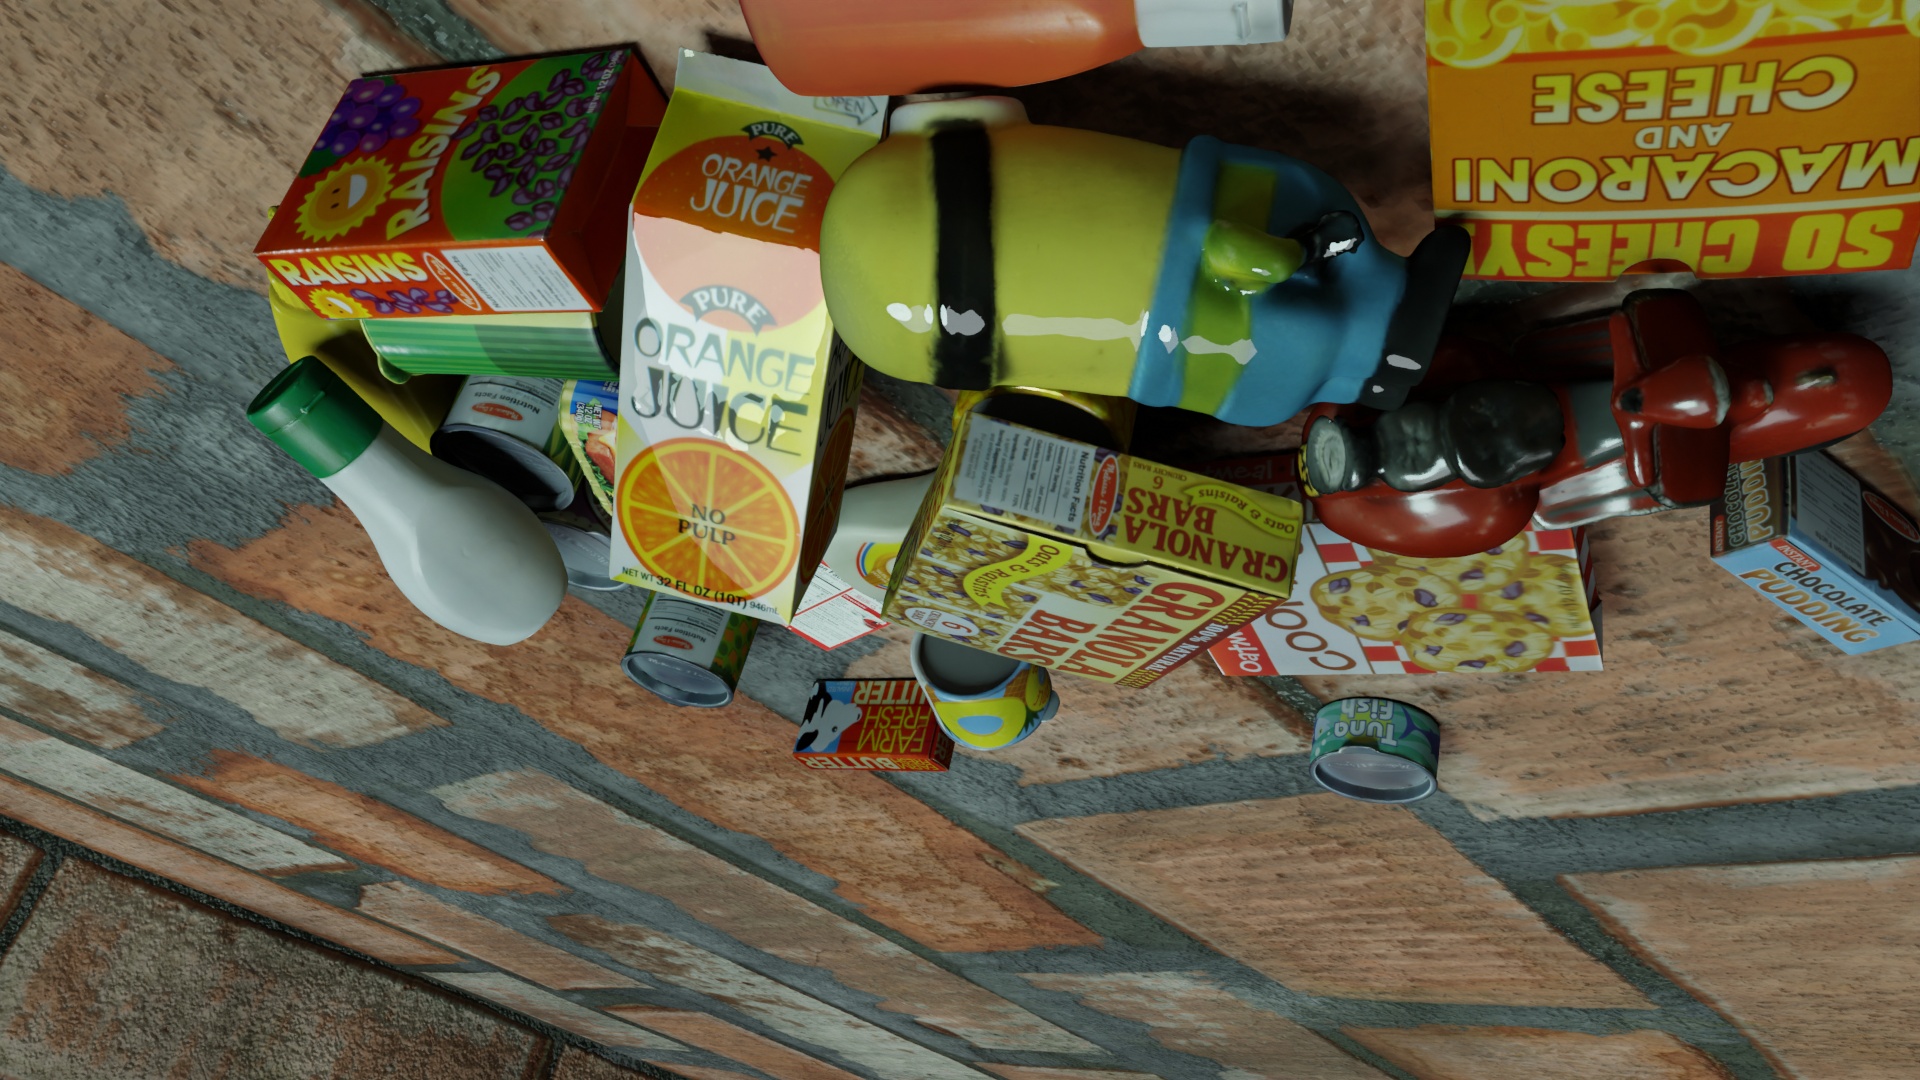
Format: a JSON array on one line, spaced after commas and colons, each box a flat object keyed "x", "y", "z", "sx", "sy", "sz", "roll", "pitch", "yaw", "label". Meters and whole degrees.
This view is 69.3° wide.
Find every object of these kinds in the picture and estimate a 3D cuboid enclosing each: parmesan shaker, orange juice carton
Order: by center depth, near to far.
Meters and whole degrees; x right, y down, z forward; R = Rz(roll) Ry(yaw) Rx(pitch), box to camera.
[{"x": -0.074, "y": -0.072, "z": 0.493, "sx": 0.072, "sy": 0.073, "sz": 0.191, "roll": 14, "pitch": 122, "yaw": 3, "label": "orange juice carton"}, {"x": -0.172, "y": -0.093, "z": 0.542, "sx": 0.103, "sy": 0.071, "sz": 0.071, "roll": 5, "pitch": 148, "yaw": 17, "label": "parmesan shaker"}]

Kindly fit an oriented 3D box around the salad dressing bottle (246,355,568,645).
[{"x": -0.235, "y": -0.016, "z": 0.597, "sx": 0.044, "sy": 0.064, "sz": 0.147, "roll": 5, "pitch": 143, "yaw": 46, "label": "salad dressing bottle"}]

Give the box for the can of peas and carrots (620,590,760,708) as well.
[{"x": -0.153, "y": 0.057, "z": 0.797, "sx": 0.071, "sy": 0.059, "sz": 0.070, "roll": 12, "pitch": 150, "yaw": 7, "label": "can of peas and carrots"}]

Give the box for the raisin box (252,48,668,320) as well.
[{"x": -0.169, "y": -0.121, "z": 0.479, "sx": 0.123, "sy": 0.086, "sz": 0.040, "roll": 2, "pitch": 152, "yaw": 21, "label": "raisin box"}]

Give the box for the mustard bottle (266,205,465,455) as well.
[{"x": -0.264, "y": -0.091, "z": 0.611, "sx": 0.065, "sy": 0.049, "sz": 0.159, "roll": 11, "pitch": 149, "yaw": 6, "label": "mustard bottle"}]

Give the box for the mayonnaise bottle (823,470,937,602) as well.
[{"x": 0.002, "y": -0.008, "z": 0.634, "sx": 0.148, "sy": 0.041, "sz": 0.064, "roll": -14, "pitch": 138, "yaw": 41, "label": "mayonnaise bottle"}]

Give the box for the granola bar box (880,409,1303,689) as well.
[{"x": 0.042, "y": 0.012, "z": 0.542, "sx": 0.124, "sy": 0.039, "sz": 0.165, "roll": 15, "pitch": 161, "yaw": -6, "label": "granola bar box"}]

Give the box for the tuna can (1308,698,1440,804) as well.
[{"x": 0.220, "y": 0.112, "z": 0.741, "sx": 0.071, "sy": 0.033, "sz": 0.070, "roll": 11, "pitch": 150, "yaw": 7, "label": "tuna can"}]

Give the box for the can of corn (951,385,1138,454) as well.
[{"x": 0.033, "y": -0.060, "z": 0.515, "sx": 0.071, "sy": 0.058, "sz": 0.070, "roll": 11, "pitch": 150, "yaw": 7, "label": "can of corn"}]

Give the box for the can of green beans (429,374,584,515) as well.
[{"x": -0.197, "y": -0.054, "z": 0.632, "sx": 0.071, "sy": 0.058, "sz": 0.071, "roll": 11, "pitch": 150, "yaw": 7, "label": "can of green beans"}]

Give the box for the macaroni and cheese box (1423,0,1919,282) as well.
[{"x": 0.179, "y": -0.134, "z": 0.342, "sx": 0.124, "sy": 0.040, "sz": 0.165, "roll": 3, "pitch": 148, "yaw": 22, "label": "macaroni and cheese box"}]

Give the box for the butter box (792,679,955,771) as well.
[{"x": -0.050, "y": 0.113, "z": 0.849, "sx": 0.103, "sy": 0.053, "sz": 0.024, "roll": -4, "pitch": 146, "yaw": 30, "label": "butter box"}]

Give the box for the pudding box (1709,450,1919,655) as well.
[{"x": 0.308, "y": 0.001, "z": 0.498, "sx": 0.083, "sy": 0.050, "sz": 0.030, "roll": 28, "pitch": 149, "yaw": -20, "label": "pudding box"}]

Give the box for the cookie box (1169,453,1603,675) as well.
[{"x": 0.174, "y": 0.011, "z": 0.588, "sx": 0.167, "sy": 0.040, "sz": 0.122, "roll": -4, "pitch": 145, "yaw": 29, "label": "cookie box"}]

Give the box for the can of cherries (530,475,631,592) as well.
[{"x": -0.182, "y": -0.016, "z": 0.690, "sx": 0.071, "sy": 0.059, "sz": 0.071, "roll": 12, "pitch": 149, "yaw": 7, "label": "can of cherries"}]

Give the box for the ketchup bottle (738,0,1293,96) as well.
[{"x": 0.015, "y": -0.153, "z": 0.382, "sx": 0.149, "sy": 0.044, "sz": 0.064, "roll": 5, "pitch": 154, "yaw": 17, "label": "ketchup bottle"}]

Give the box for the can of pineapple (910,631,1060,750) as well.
[{"x": 0.013, "y": 0.069, "z": 0.733, "sx": 0.071, "sy": 0.071, "sz": 0.057, "roll": 5, "pitch": 148, "yaw": 18, "label": "can of pineapple"}]
